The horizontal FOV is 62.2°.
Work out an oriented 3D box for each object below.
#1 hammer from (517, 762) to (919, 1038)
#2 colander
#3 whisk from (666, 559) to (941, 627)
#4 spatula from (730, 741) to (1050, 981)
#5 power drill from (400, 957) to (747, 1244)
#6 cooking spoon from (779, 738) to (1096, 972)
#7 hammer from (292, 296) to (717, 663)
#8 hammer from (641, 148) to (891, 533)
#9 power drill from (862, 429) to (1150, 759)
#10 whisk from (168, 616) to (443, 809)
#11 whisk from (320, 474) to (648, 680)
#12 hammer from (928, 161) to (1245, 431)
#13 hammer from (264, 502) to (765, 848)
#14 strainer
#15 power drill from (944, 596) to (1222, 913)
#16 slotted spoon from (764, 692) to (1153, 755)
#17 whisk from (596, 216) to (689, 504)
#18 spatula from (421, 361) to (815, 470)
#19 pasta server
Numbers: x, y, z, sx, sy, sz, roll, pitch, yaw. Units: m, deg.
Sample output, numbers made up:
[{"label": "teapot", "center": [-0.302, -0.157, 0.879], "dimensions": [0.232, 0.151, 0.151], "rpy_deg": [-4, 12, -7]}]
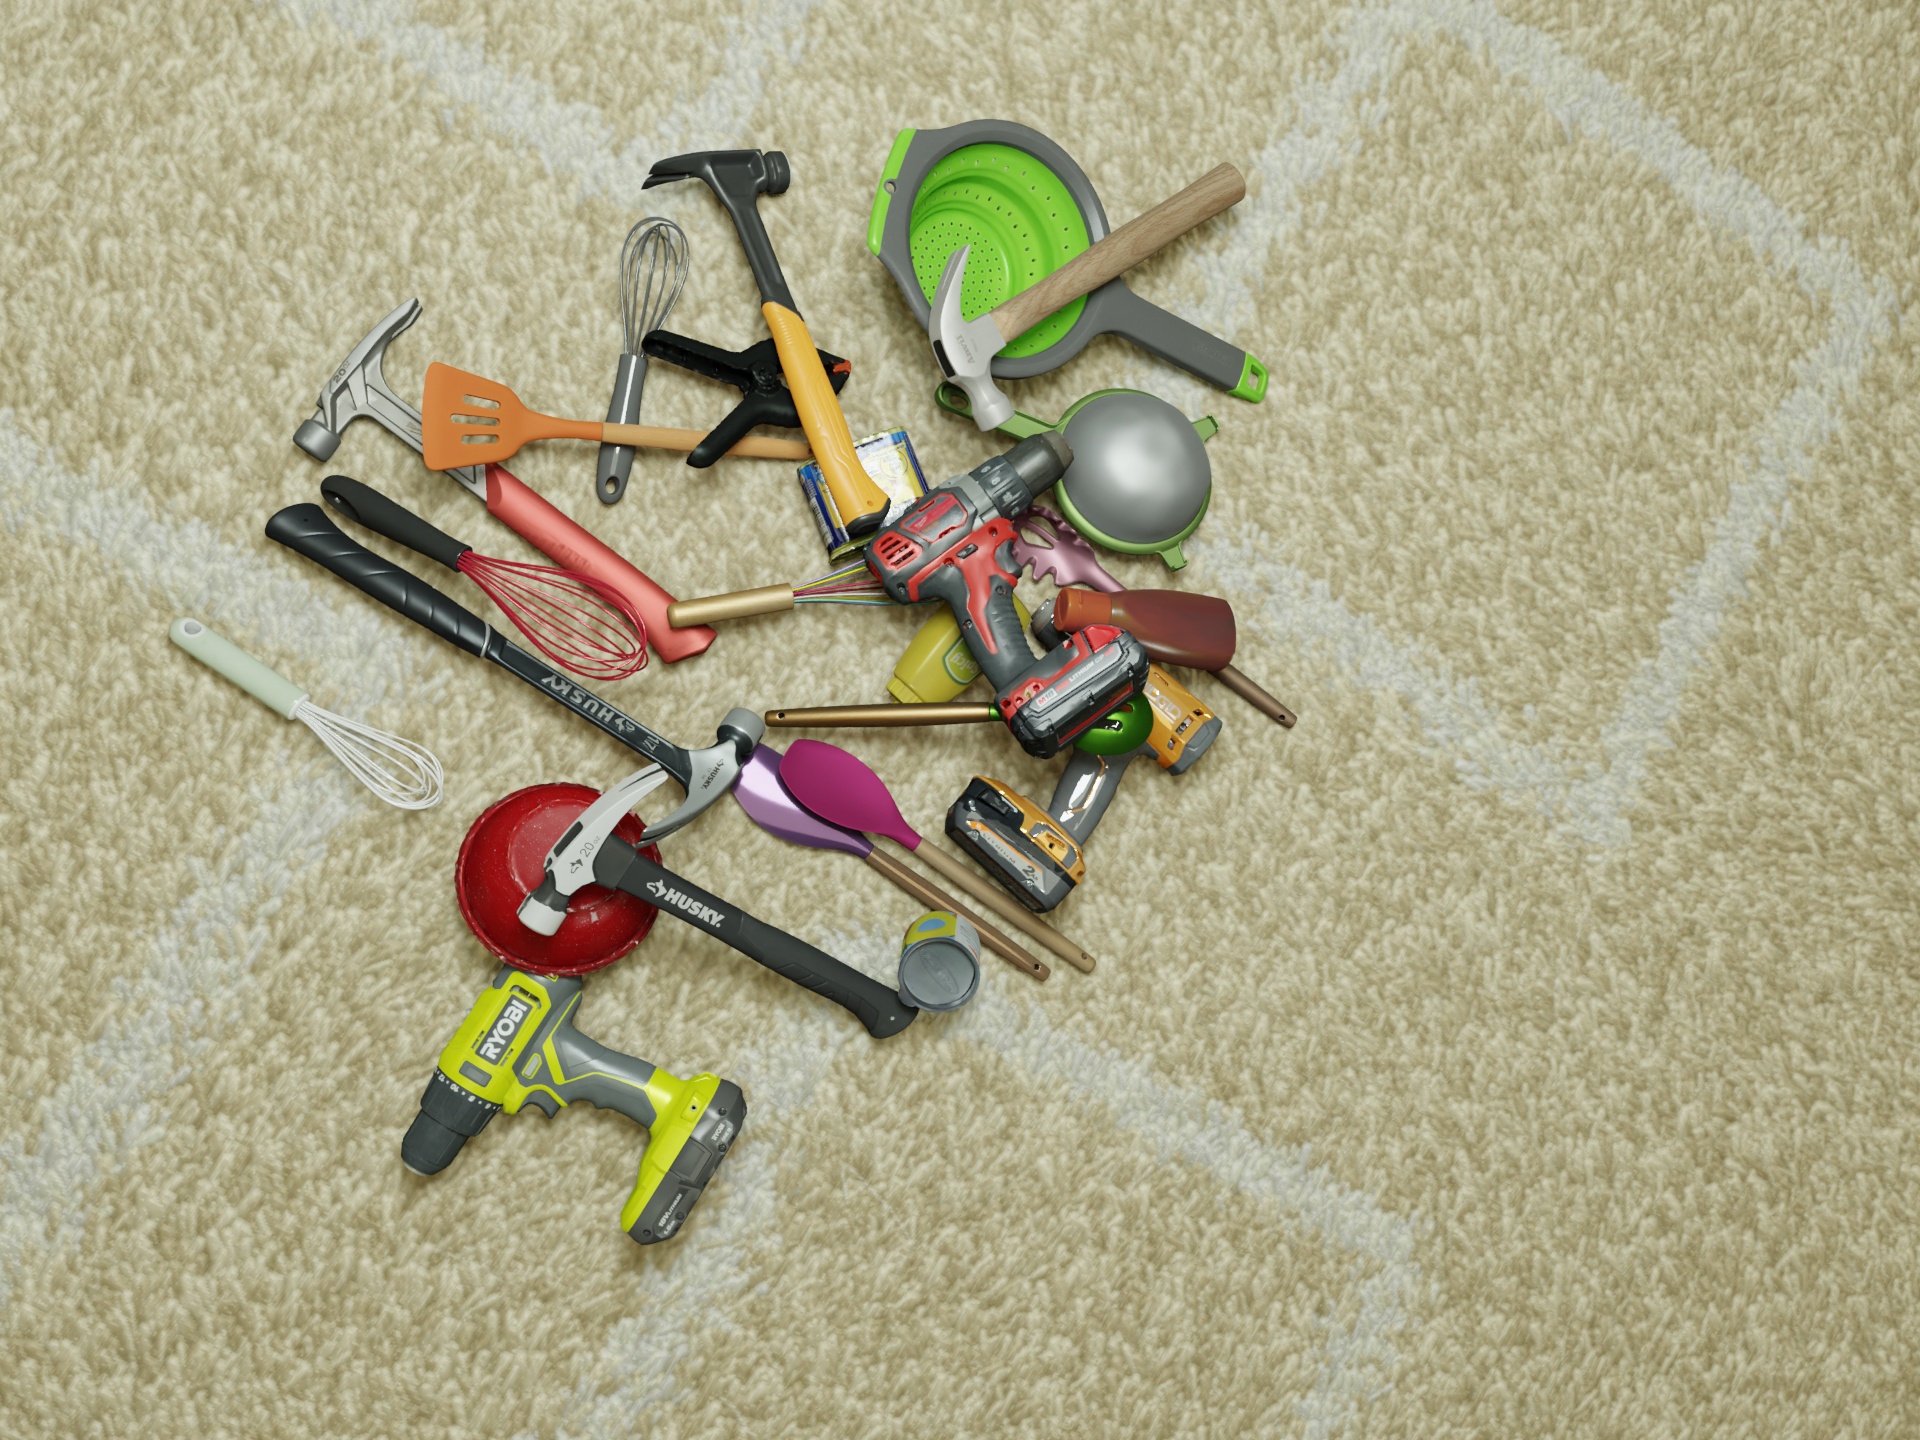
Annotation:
[{"label": "hammer", "center": [-0.162, 0.161, 1.234], "dimensions": [0.334, 0.035, 0.146], "rpy_deg": [34, 90, -29]}, {"label": "colander", "center": [0.086, -0.353, 1.343], "dimensions": [0.396, 0.094, 0.204], "rpy_deg": [20, 82, -27]}, {"label": "whisk", "center": [-0.117, -0.102, 1.297], "dimensions": [0.245, 0.047, 0.051], "rpy_deg": [-11, 79, -18]}, {"label": "spatula", "center": [-0.056, 0.126, 1.322], "dimensions": [0.316, 0.018, 0.060], "rpy_deg": [35, 74, -6]}, {"label": "power drill", "center": [-0.302, 0.308, 1.243], "dimensions": [0.228, 0.080, 0.190], "rpy_deg": [33, 81, -4]}, {"label": "cooking spoon", "center": [-0.016, 0.118, 1.326], "dimensions": [0.318, 0.017, 0.069], "rpy_deg": [36, 50, -8]}, {"label": "hammer", "center": [-0.342, -0.174, 1.276], "dimensions": [0.359, 0.037, 0.149], "rpy_deg": [37, 82, -6]}, {"label": "hammer", "center": [-0.140, -0.304, 1.270], "dimensions": [0.127, 0.034, 0.337], "rpy_deg": [-17, 80, -34]}, {"label": "power drill", "center": [0.055, -0.105, 1.242], "dimensions": [0.188, 0.080, 0.227], "rpy_deg": [-36, 74, -4]}, {"label": "whisk", "center": [-0.508, -0.006, 1.238], "dimensions": [0.246, 0.059, 0.058], "rpy_deg": [34, 46, -3]}, {"label": "whisk", "center": [-0.367, -0.116, 1.229], "dimensions": [0.296, 0.073, 0.073], "rpy_deg": [28, 83, 5]}, {"label": "hammer", "center": [0.108, -0.369, 1.283], "dimensions": [0.331, 0.031, 0.130], "rpy_deg": [-37, 107, -23]}, {"label": "hammer", "center": [-0.360, -0.048, 1.247], "dimensions": [0.409, 0.036, 0.149], "rpy_deg": [32, 51, -3]}, {"label": "strainer", "center": [0.105, -0.237, 1.322], "dimensions": [0.256, 0.069, 0.151], "rpy_deg": [19, 72, -13]}, {"label": "power drill", "center": [0.083, 0.023, 1.323], "dimensions": [0.185, 0.084, 0.226], "rpy_deg": [42, 77, 0]}, {"label": "slotted spoon", "center": [-0.002, -0.004, 1.277], "dimensions": [0.314, 0.031, 0.070], "rpy_deg": [-1, 71, 4]}, {"label": "whisk", "center": [-0.263, -0.292, 1.293], "dimensions": [0.055, 0.055, 0.239], "rpy_deg": [11, 90, -9]}, {"label": "spatula", "center": [-0.259, -0.226, 1.260], "dimensions": [0.322, 0.041, 0.081], "rpy_deg": [1, 98, -23]}, {"label": "pasta server", "center": [0.163, -0.085, 1.361], "dimensions": [0.316, 0.040, 0.060], "rpy_deg": [36, 117, -9]}]
